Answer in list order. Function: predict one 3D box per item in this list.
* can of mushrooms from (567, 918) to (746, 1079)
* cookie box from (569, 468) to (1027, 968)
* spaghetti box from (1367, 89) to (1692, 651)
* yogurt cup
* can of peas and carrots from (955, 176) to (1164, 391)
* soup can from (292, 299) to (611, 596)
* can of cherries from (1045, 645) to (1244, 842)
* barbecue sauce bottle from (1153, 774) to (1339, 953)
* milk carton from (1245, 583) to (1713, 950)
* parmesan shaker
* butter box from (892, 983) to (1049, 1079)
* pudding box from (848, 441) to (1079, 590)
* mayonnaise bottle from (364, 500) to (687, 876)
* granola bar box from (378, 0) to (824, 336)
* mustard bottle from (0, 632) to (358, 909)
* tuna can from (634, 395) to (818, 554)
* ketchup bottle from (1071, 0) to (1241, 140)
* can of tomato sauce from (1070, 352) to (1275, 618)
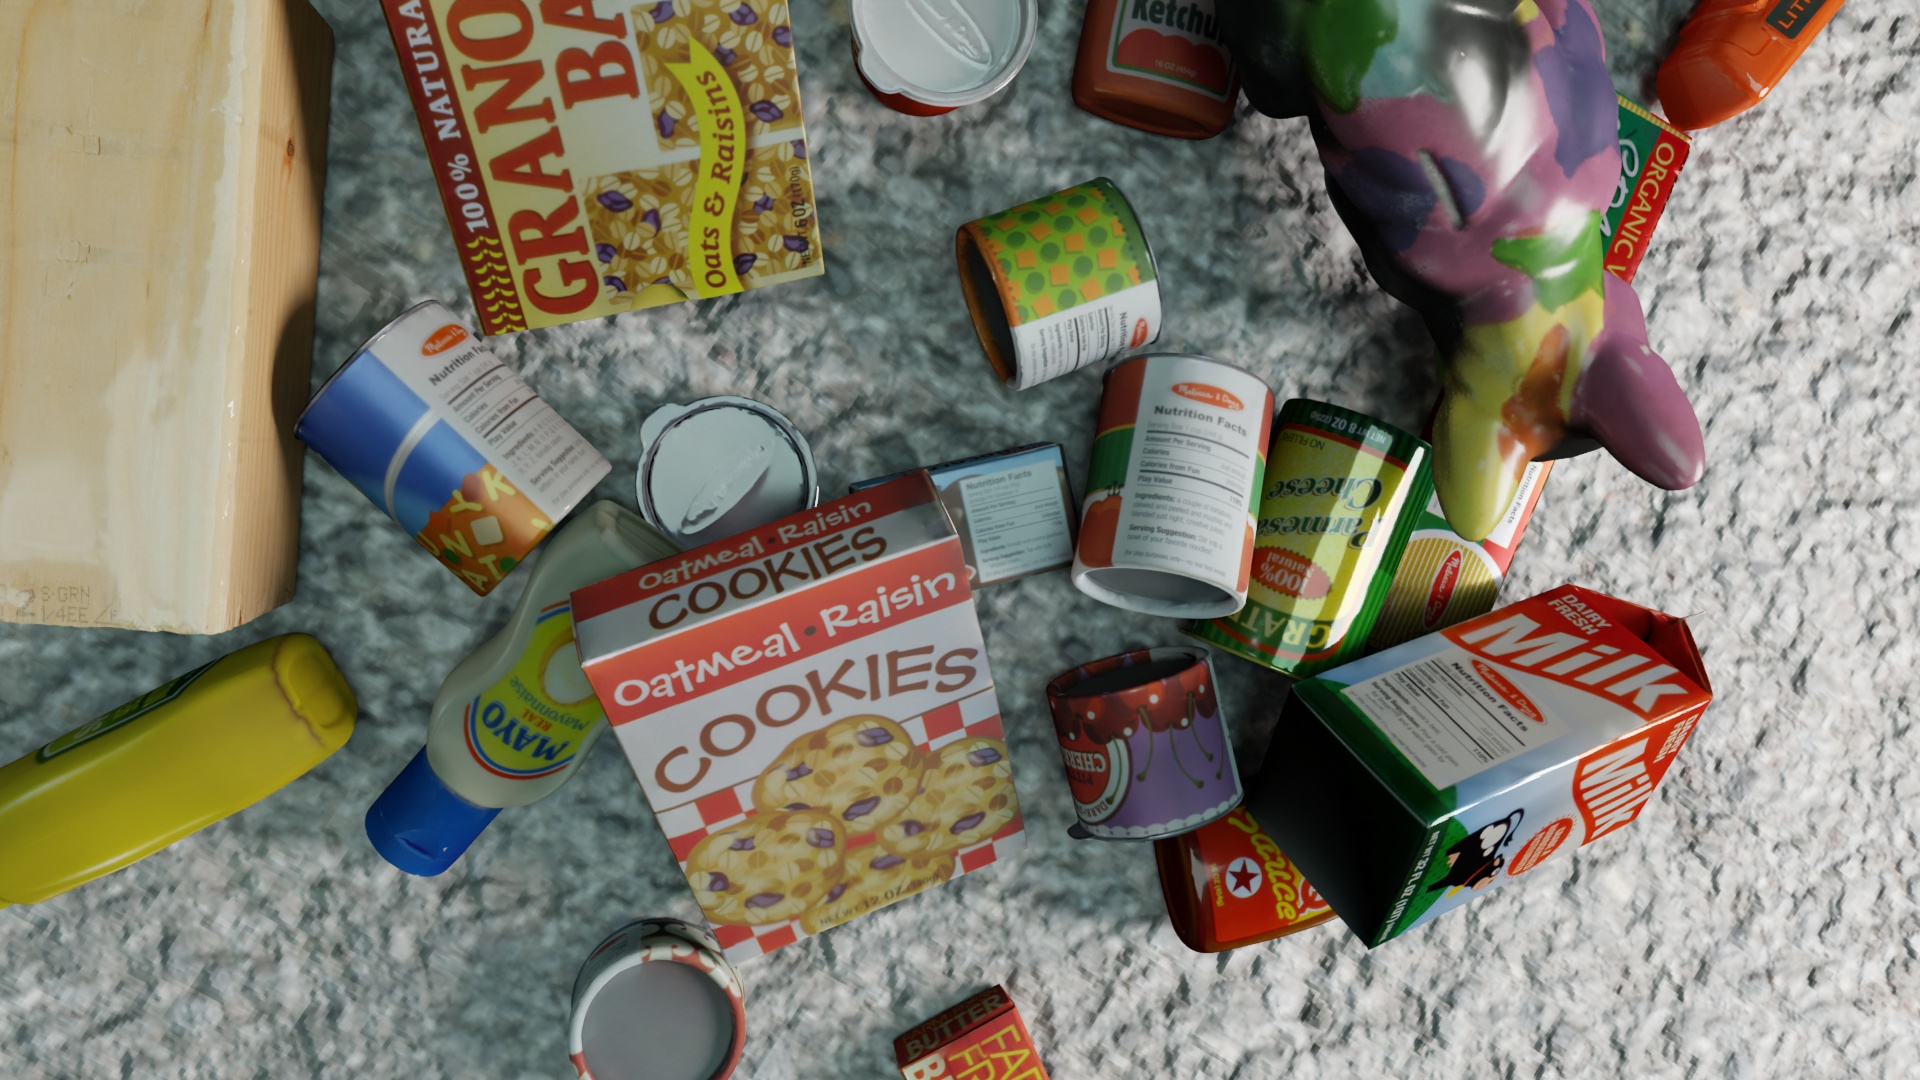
[{"bbox_3d":[-0.113,0.182,0.528,0.071,0.033,0.071,-1,93,-11],"label":"can of mushrooms"},{"bbox_3d":[-0.050,0.067,0.489,0.123,0.040,0.166,-20,131,-9],"label":"cookie box"},{"bbox_3d":[0.232,-0.065,0.582,0.050,0.028,0.250,24,89,-12],"label":"spaghetti box"},{"bbox_3d":[-0.010,-0.189,0.512,0.072,0.054,0.072,-1,94,-11],"label":"yogurt cup"},{"bbox_3d":[0.035,-0.098,0.523,0.059,0.071,0.071,-21,98,-8],"label":"can of peas and carrots"},{"bbox_3d":[-0.177,-0.030,0.486,0.083,0.071,0.071,45,85,-11],"label":"soup can"},{"bbox_3d":[0.069,0.078,0.539,0.071,0.071,0.058,-15,97,-10],"label":"can of cherries"},{"bbox_3d":[0.156,0.122,0.572,0.149,0.043,0.065,-10,90,-11],"label":"barbecue sauce bottle"},{"bbox_3d":[0.213,0.077,0.536,0.191,0.074,0.072,-16,134,-26],"label":"milk carton"},{"bbox_3d":[0.137,0.002,0.550,0.071,0.071,0.103,22,89,-12],"label":"parmesan shaker"},{"bbox_3d":[0.017,0.238,0.562,0.053,0.024,0.103,-25,98,-8],"label":"butter box"},{"bbox_3d":[0.002,-0.007,0.539,0.084,0.030,0.049,-14,98,-10],"label":"pudding box"},{"bbox_3d":[-0.151,0.057,0.491,0.064,0.041,0.148,39,101,-23],"label":"mayonnaise bottle"},{"bbox_3d":[-0.117,-0.156,0.458,0.124,0.039,0.164,-13,131,-10],"label":"granola bar box"},{"bbox_3d":[-0.290,0.086,0.472,0.160,0.065,0.048,-27,103,-4],"label":"mustard bottle"},{"bbox_3d":[-0.089,-0.023,0.519,0.071,0.033,0.071,-1,94,-11],"label":"tuna can"},{"bbox_3d":[0.088,-0.235,0.534,0.065,0.043,0.148,12,91,-12],"label":"ketchup bottle"},{"bbox_3d":[0.080,-0.018,0.525,0.071,0.071,0.083,15,73,-12],"label":"can of tomato sauce"}]
